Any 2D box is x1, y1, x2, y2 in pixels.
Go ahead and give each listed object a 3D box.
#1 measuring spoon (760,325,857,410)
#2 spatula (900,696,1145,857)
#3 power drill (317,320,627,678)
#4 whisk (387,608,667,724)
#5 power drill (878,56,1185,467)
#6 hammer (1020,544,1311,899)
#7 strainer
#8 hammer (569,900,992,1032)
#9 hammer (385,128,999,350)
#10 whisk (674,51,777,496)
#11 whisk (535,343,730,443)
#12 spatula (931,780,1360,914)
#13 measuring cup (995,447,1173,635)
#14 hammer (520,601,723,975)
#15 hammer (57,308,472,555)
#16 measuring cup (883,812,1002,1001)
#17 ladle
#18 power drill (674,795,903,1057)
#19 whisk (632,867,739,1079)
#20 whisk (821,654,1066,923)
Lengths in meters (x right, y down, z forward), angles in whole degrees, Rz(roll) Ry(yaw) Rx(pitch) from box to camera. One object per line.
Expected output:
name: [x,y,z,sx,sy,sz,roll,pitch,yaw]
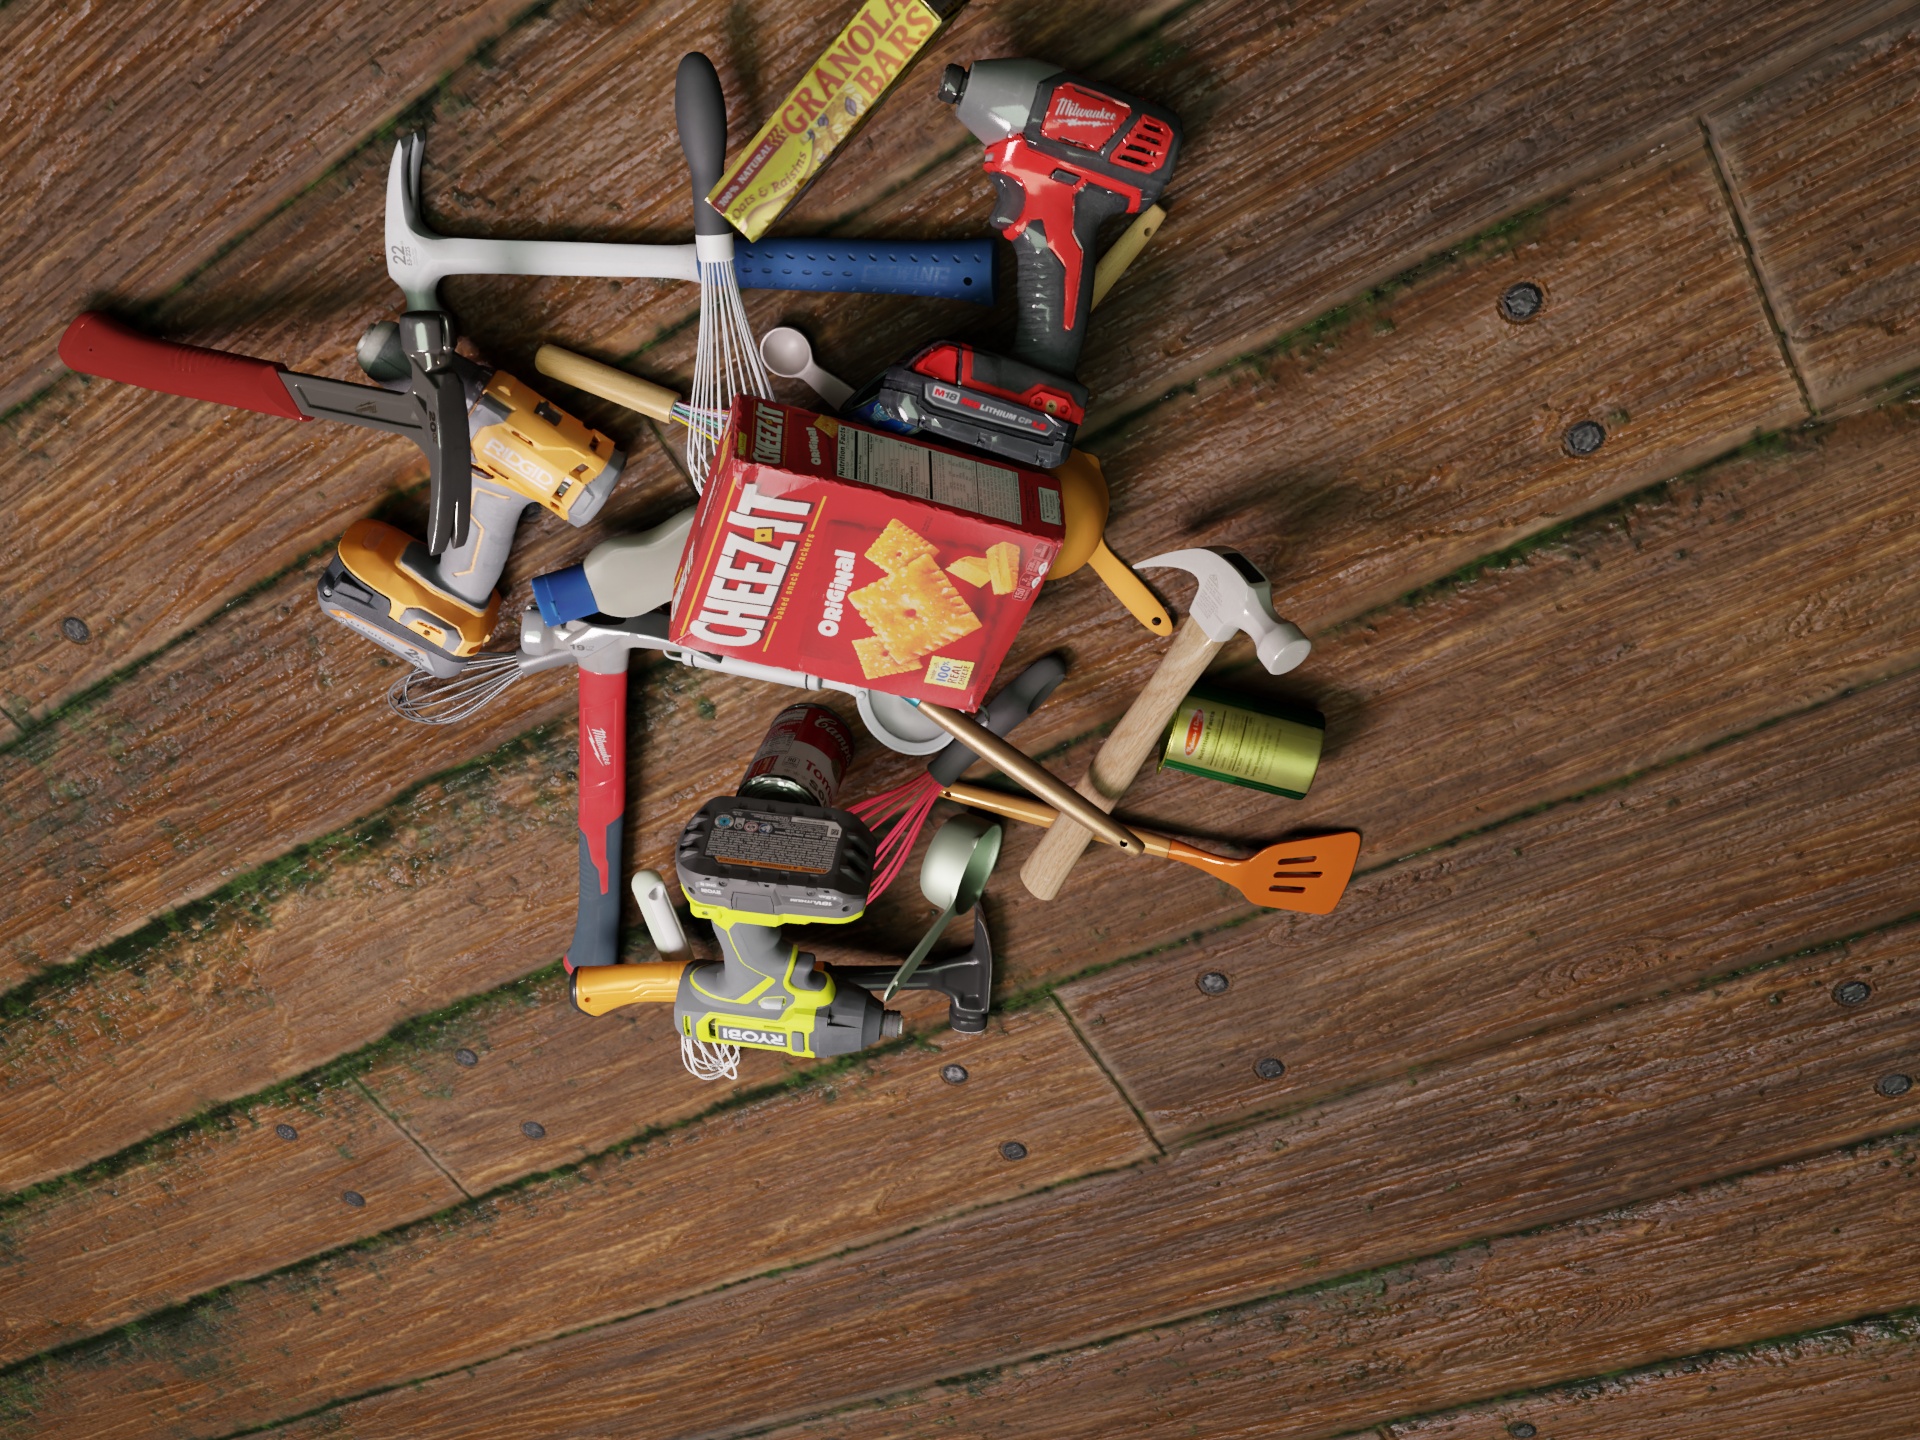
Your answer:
measuring spoon: [-0.080,-0.221,1.065,0.124,0.018,0.034,36,121,-19]
spatula: [-0.002,-0.004,1.112,0.317,0.044,0.082,36,107,4]
power drill: [-0.364,-0.154,1.105,0.185,0.084,0.226,33,122,-21]
whisk: [-0.327,-0.043,1.202,0.239,0.055,0.055,-16,117,14]
power drill: [0.032,-0.270,0.929,0.143,0.079,0.219,16,99,-13]
hammer: [0.117,0.012,1.098,0.031,0.130,0.331,-9,143,-35]
strainer: [-0.098,-0.032,1.166,0.258,0.050,0.086,11,109,11]
hammer: [-0.142,0.202,1.274,0.337,0.034,0.127,-1,123,-5]
hammer: [-0.178,-0.300,1.020,0.405,0.035,0.144,4,122,9]
whisk: [-0.149,-0.260,0.983,0.070,0.070,0.284,1,114,11]
whisk: [-0.171,-0.206,1.078,0.245,0.051,0.047,21,102,3]
spatula: [0.135,0.085,1.203,0.322,0.041,0.081,15,124,7]
measuring cup: [0.083,-0.109,1.074,0.095,0.052,0.173,-38,106,28]
hammer: [-0.266,0.077,1.247,0.143,0.038,0.386,7,129,-4]
hammer: [-0.469,-0.214,1.058,0.359,0.037,0.149,14,114,25]
measuring cup: [-0.024,0.137,1.186,0.038,0.168,0.083,24,146,19]
ladle: [0.026,-0.210,1.038,0.069,0.031,0.315,19,126,-39]
power drill: [-0.124,0.162,1.159,0.171,0.080,0.223,6,134,2]
whisk: [-0.227,0.214,1.318,0.059,0.058,0.246,29,144,40]
whisk: [-0.029,0.053,1.182,0.073,0.073,0.296,41,109,-14]
